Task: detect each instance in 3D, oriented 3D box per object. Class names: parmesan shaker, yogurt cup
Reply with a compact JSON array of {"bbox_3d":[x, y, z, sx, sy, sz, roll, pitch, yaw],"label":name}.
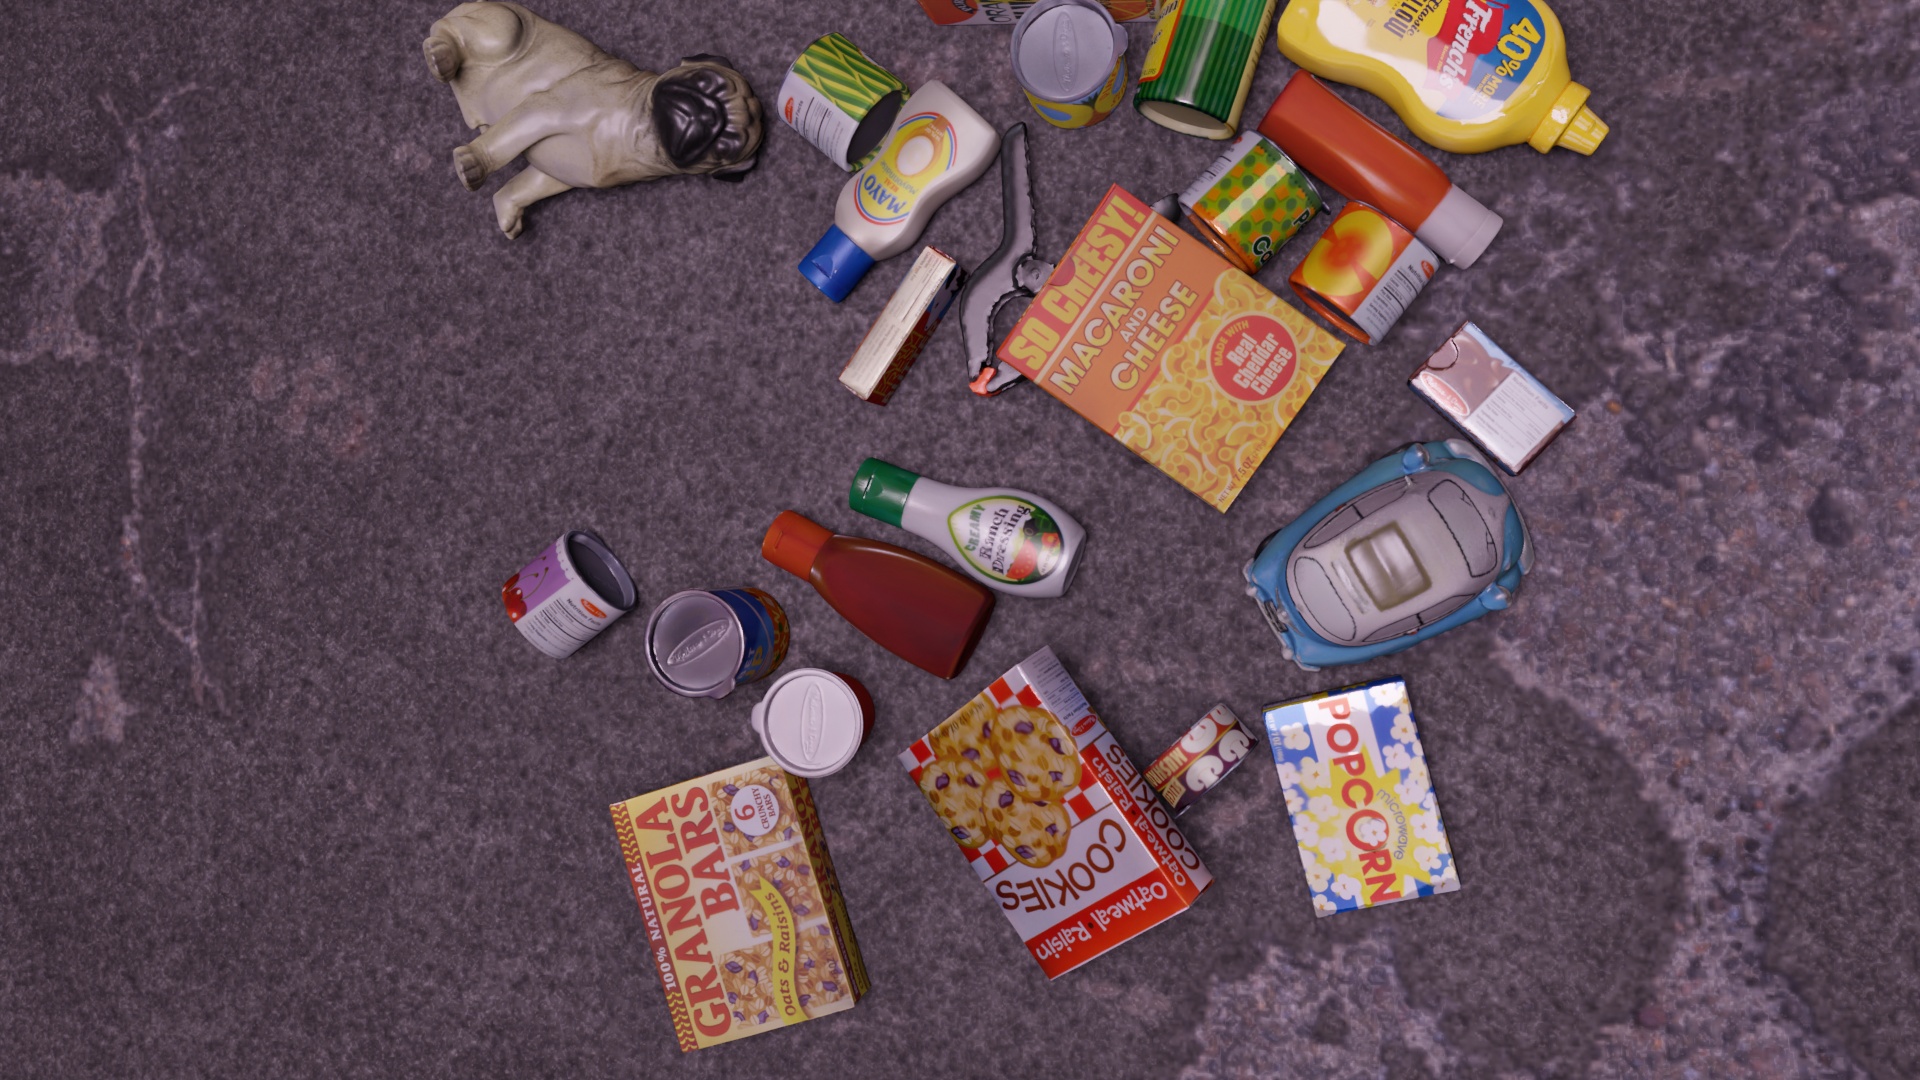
[{"bbox_3d":[0.149,-0.301,0.829,0.071,0.071,0.103,18,93,12],"label":"parmesan shaker"},{"bbox_3d":[-0.088,0.113,0.883,0.072,0.054,0.072,0,89,13],"label":"yogurt cup"}]

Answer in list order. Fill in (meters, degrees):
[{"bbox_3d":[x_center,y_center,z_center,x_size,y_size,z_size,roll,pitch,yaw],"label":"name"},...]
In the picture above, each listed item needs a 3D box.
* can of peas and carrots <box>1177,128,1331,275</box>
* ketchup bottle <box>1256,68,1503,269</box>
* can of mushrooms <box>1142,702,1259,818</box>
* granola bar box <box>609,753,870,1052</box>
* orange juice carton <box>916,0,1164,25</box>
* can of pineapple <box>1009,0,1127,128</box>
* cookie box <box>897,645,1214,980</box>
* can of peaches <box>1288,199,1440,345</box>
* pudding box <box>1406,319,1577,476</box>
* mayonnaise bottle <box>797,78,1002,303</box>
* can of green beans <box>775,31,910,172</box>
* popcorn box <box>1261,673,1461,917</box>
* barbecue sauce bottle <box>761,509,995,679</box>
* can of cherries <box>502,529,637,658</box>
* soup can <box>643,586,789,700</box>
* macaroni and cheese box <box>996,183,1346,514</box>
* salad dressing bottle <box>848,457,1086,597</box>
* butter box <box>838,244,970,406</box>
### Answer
[{"bbox_3d":[0.174,-0.198,0.825,0.058,0.071,0.071,-44,81,9],"label":"can of peas and carrots"},{"bbox_3d":[0.245,-0.215,0.813,0.149,0.065,0.043,36,99,2],"label":"ketchup bottle"},{"bbox_3d":[0.141,0.130,0.824,0.071,0.071,0.033,-43,80,9],"label":"can of mushrooms"},{"bbox_3d":[-0.143,0.231,0.900,0.124,0.039,0.165,-19,85,11],"label":"granola bar box"},{"bbox_3d":[0.031,-0.367,0.857,0.193,0.072,0.073,4,89,12],"label":"orange juice carton"},{"bbox_3d":[0.069,-0.293,0.854,0.071,0.058,0.071,0,89,13],"label":"can of pineapple"},{"bbox_3d":[0.055,0.165,0.833,0.122,0.040,0.167,-42,80,37],"label":"cookie box"},{"bbox_3d":[0.233,-0.157,0.812,0.071,0.071,0.058,38,98,11],"label":"can of peaches"},{"bbox_3d":[0.309,-0.083,0.811,0.084,0.030,0.049,44,99,10],"label":"pudding box"},{"bbox_3d":[-0.043,-0.218,0.886,0.065,0.041,0.148,43,97,8],"label":"mayonnaise bottle"},{"bbox_3d":[-0.074,-0.278,0.882,0.058,0.071,0.071,40,98,10],"label":"can of green beans"},{"bbox_3d":[0.234,0.149,0.818,0.085,0.038,0.126,-15,86,11],"label":"popcorn box"},{"bbox_3d":[-0.055,0.028,0.883,0.149,0.044,0.065,27,95,12],"label":"barbecue sauce bottle"},{"bbox_3d":[-0.258,0.034,0.919,0.058,0.071,0.071,-37,82,11],"label":"can of cherries"},{"bbox_3d":[-0.152,0.065,0.883,0.071,0.084,0.071,0,89,13],"label":"soup can"},{"bbox_3d":[0.124,-0.114,0.829,0.166,0.040,0.123,34,96,-3],"label":"macaroni and cheese box"},{"bbox_3d":[0.003,-0.011,0.870,0.148,0.044,0.064,21,91,12],"label":"salad dressing bottle"},{"bbox_3d":[-0.035,-0.134,0.877,0.024,0.053,0.103,35,97,8],"label":"butter box"}]
